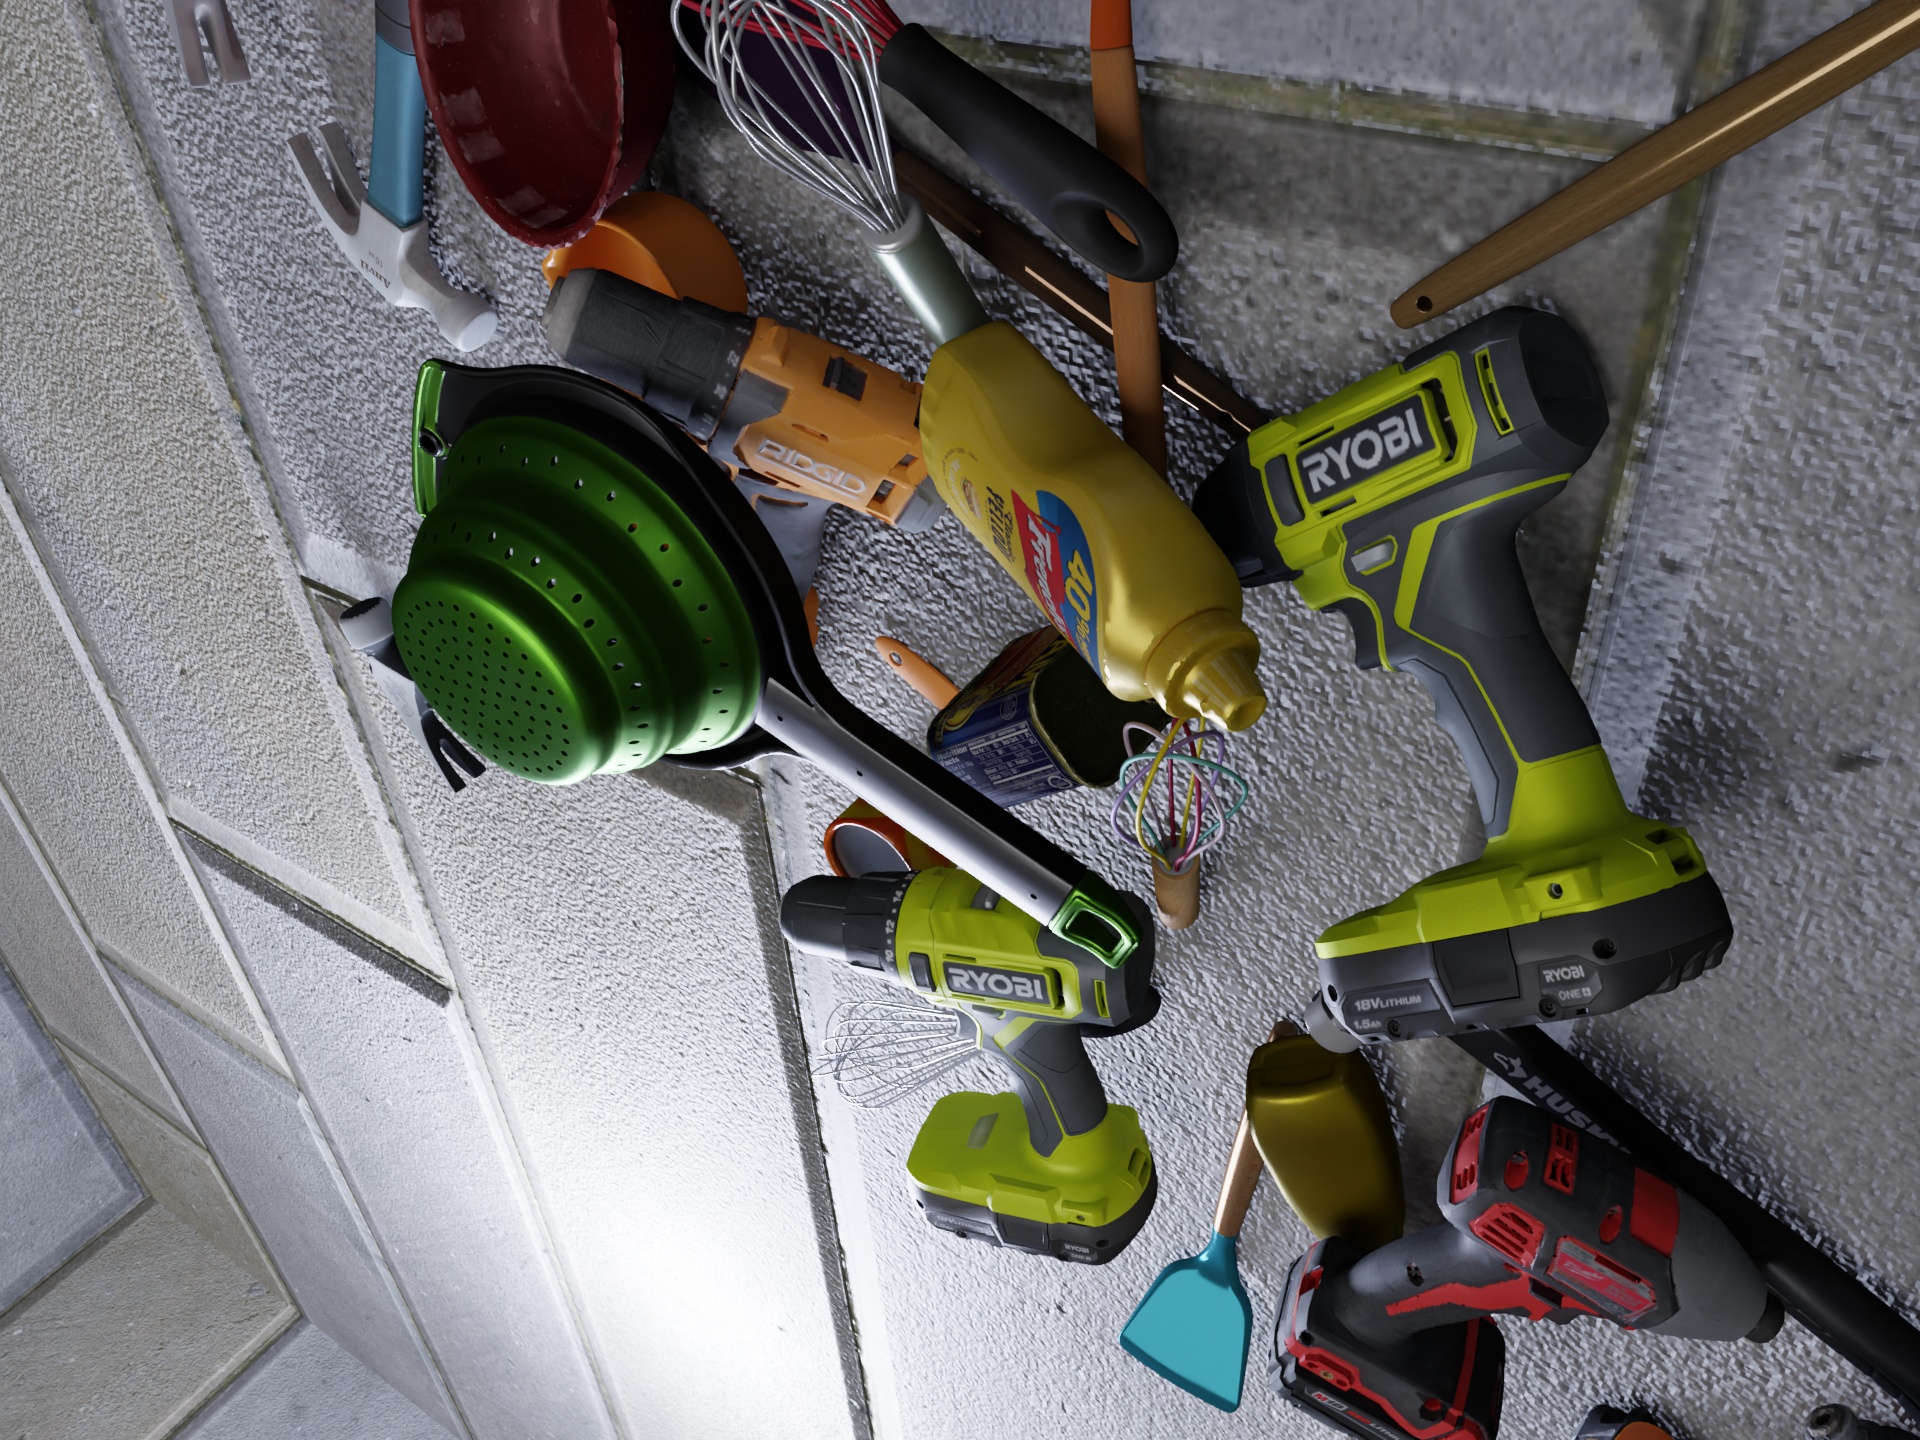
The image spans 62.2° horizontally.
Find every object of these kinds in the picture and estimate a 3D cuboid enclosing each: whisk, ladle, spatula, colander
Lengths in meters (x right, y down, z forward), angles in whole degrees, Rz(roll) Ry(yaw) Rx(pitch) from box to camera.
[{"bbox_3d":[0.095,0.050,0.681,0.051,0.047,0.244,-1,159,8],"label":"whisk"},{"bbox_3d":[0.241,-0.183,0.430,0.069,0.031,0.315,53,142,-9],"label":"ladle"},{"bbox_3d":[-0.028,-0.182,0.566,0.059,0.058,0.246,5,166,21],"label":"whisk"},{"bbox_3d":[0.009,0.186,0.934,0.284,0.070,0.070,-21,107,45],"label":"whisk"},{"bbox_3d":[-0.005,-0.209,0.634,0.316,0.018,0.059,40,131,9],"label":"spatula"},{"bbox_3d":[0.150,0.278,0.890,0.082,0.044,0.317,25,135,23],"label":"spatula"},{"bbox_3d":[0.048,-0.208,0.556,0.081,0.041,0.322,23,132,45],"label":"spatula"},{"bbox_3d":[-0.106,0.006,0.673,0.397,0.094,0.204,35,141,7],"label":"colander"},{"bbox_3d":[-0.035,-0.250,0.571,0.296,0.073,0.073,42,141,14],"label":"whisk"}]

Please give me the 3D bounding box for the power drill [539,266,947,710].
[{"bbox_3d":[-0.120,-0.101,0.737,0.185,0.084,0.226,22,143,-16],"label":"power drill"}]

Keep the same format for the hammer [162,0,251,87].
[{"bbox_3d":[-0.257,-0.325,0.675,0.387,0.038,0.143,27,130,38],"label":"hammer"}]

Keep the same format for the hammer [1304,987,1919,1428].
[{"bbox_3d":[0.314,0.198,0.680,0.335,0.035,0.146,39,141,9],"label":"hammer"}]

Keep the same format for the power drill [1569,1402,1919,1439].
[{"bbox_3d":[0.373,0.370,0.717,0.164,0.084,0.226,48,149,-2],"label":"power drill"}]

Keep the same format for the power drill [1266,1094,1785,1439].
[{"bbox_3d":[0.243,0.259,0.707,0.143,0.079,0.219,29,137,1],"label":"power drill"}]

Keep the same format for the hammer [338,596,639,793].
[{"bbox_3d":[-0.250,-0.008,1.016,0.409,0.036,0.149,4,126,40],"label":"hammer"}]

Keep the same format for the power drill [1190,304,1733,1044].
[{"bbox_3d":[0.163,-0.008,0.561,0.171,0.080,0.223,-23,80,49],"label":"power drill"}]

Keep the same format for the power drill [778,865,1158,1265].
[{"bbox_3d":[0.011,0.172,0.833,0.190,0.080,0.228,4,126,23],"label":"power drill"}]

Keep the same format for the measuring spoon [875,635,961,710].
[{"bbox_3d":[-0.001,-0.003,0.812,0.117,0.011,0.021,41,141,7],"label":"measuring spoon"}]

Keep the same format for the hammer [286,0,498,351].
[{"bbox_3d":[-0.261,-0.334,0.749,0.128,0.033,0.330,38,140,9],"label":"hammer"}]

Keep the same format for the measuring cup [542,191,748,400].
[{"bbox_3d":[-0.147,-0.173,0.770,0.095,0.052,0.173,32,143,15],"label":"measuring cup"}]
